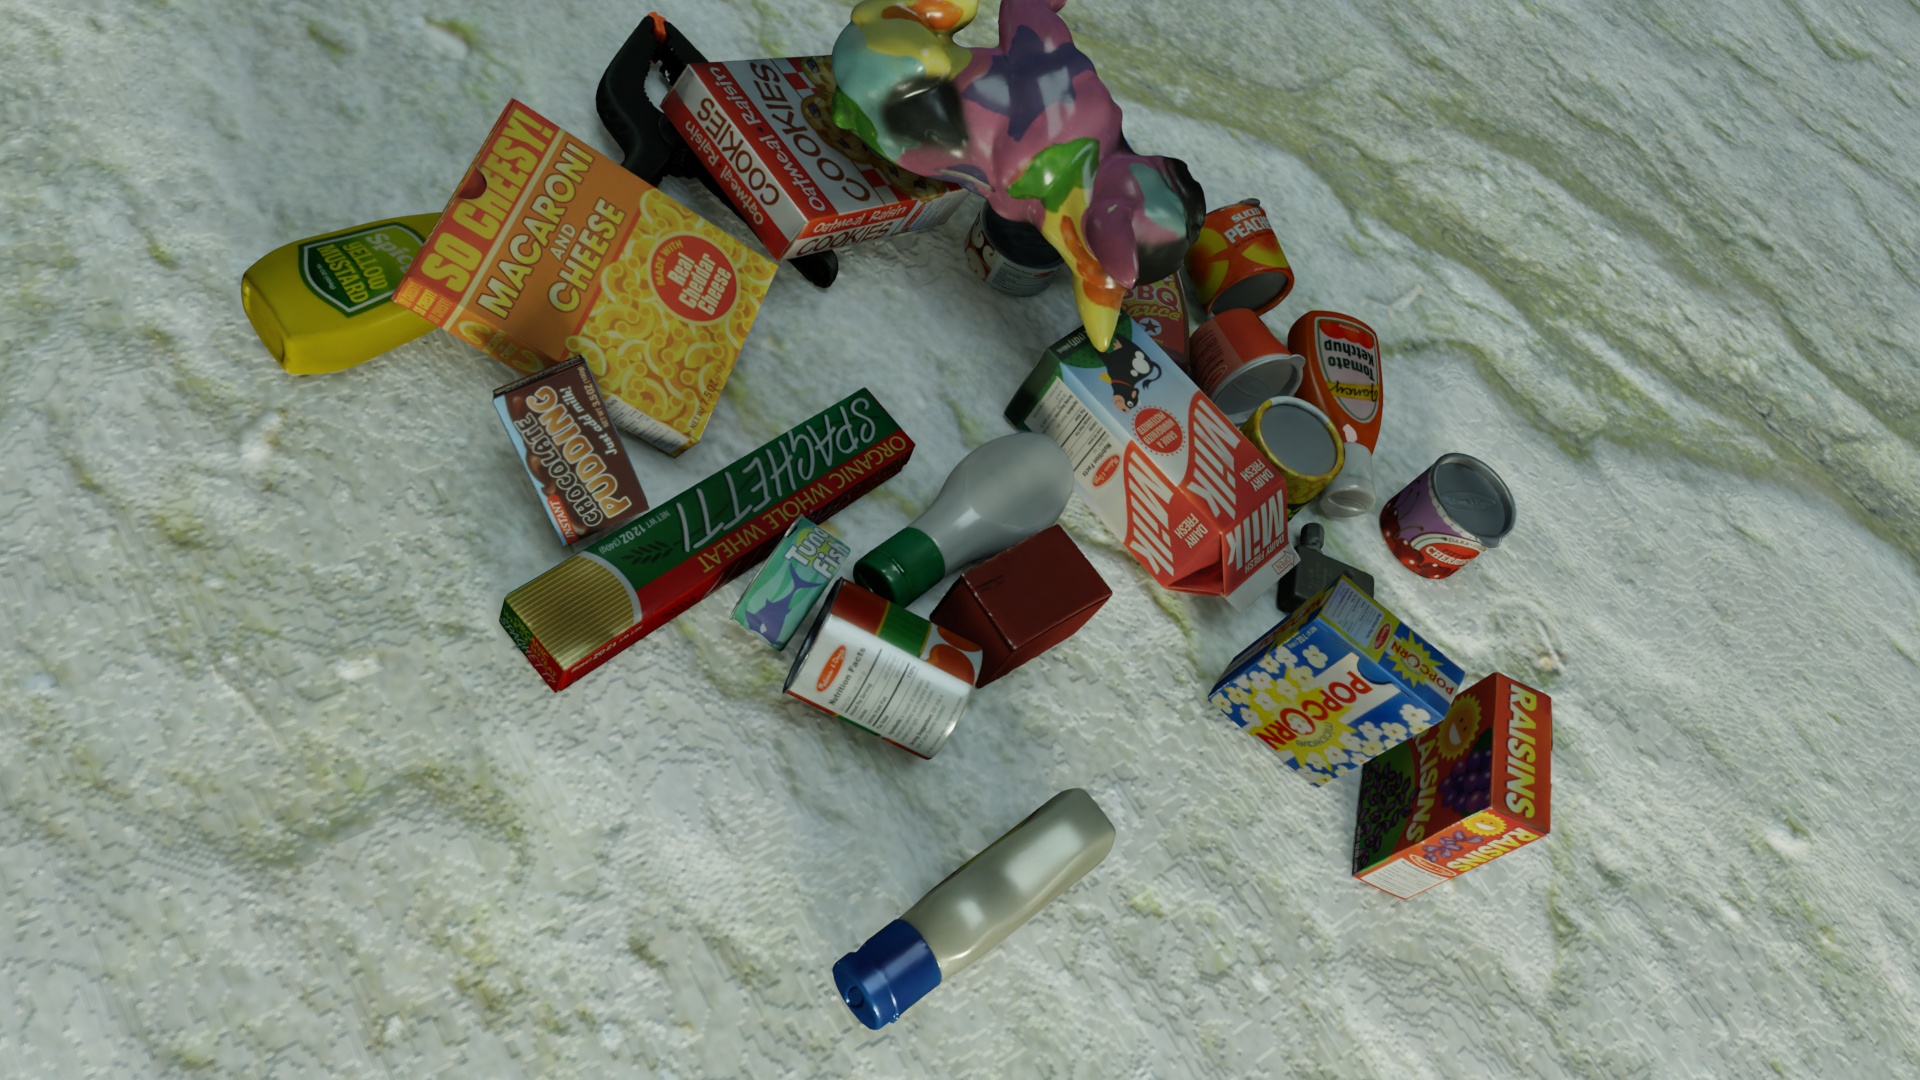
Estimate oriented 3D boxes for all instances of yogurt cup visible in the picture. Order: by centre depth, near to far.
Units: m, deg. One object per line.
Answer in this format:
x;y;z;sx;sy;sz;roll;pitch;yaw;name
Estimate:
0.185;-0.117;0.923;0.072;0.072;0.054;-7;56;-27;yogurt cup

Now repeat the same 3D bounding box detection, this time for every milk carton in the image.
0.124;-0.043;0.845;0.073;0.073;0.191;-35;79;-35;milk carton

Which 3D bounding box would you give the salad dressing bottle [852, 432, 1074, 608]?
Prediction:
0.003;-0.010;0.792;0.148;0.043;0.064;-36;81;-34;salad dressing bottle

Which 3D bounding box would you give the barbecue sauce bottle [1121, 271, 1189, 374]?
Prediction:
0.121;-0.170;0.939;0.065;0.043;0.149;9;57;-6;barbecue sauce bottle

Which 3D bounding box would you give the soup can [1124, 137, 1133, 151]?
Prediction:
0.085;-0.237;0.912;0.071;0.071;0.084;-11;60;-28;soup can

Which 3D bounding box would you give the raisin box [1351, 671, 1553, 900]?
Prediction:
0.271;0.138;0.768;0.040;0.122;0.086;25;54;-8;raisin box

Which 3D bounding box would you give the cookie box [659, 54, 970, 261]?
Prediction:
-0.086;-0.244;0.870;0.123;0.040;0.168;53;40;8;cookie box

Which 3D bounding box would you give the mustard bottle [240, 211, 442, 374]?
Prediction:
-0.293;-0.143;0.740;0.161;0.048;0.065;-33;82;-34;mustard bottle

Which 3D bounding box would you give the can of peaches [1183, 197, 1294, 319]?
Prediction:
0.193;-0.193;0.967;0.071;0.071;0.058;-5;64;-26;can of peaches

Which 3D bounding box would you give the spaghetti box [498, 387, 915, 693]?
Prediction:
-0.126;-0.008;0.744;0.251;0.028;0.050;-36;80;-35;spaghetti box

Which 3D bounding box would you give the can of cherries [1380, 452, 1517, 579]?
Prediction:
0.323;-0.013;0.923;0.071;0.058;0.072;11;57;-18;can of cherries

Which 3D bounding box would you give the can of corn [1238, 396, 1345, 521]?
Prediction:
0.204;-0.049;0.892;0.071;0.058;0.071;11;57;-17;can of corn

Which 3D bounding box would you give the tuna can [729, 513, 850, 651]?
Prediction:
-0.086;0.021;0.717;0.033;0.070;0.071;34;53;-3;tuna can

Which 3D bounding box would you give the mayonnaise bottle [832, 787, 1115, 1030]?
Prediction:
0.007;0.177;0.671;0.149;0.064;0.041;-29;72;-30;mayonnaise bottle

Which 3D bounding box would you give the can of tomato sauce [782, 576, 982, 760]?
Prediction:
-0.039;0.065;0.715;0.083;0.071;0.071;27;54;-7;can of tomato sauce

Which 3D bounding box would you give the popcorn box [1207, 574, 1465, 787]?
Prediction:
0.205;0.081;0.771;0.085;0.126;0.038;39;58;3;popcorn box

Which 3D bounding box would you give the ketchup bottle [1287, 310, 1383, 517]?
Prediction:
0.258;-0.086;0.948;0.065;0.043;0.149;15;57;-15;ketchup bottle

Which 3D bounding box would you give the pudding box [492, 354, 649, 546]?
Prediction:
-0.197;-0.046;0.703;0.050;0.030;0.083;-24;109;-11;pudding box

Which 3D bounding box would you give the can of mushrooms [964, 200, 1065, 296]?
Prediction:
0.038;-0.200;0.928;0.071;0.033;0.071;10;58;-17;can of mushrooms

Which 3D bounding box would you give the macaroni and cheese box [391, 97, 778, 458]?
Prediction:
-0.196;-0.140;0.747;0.166;0.040;0.124;30;62;-24;macaroni and cheese box
